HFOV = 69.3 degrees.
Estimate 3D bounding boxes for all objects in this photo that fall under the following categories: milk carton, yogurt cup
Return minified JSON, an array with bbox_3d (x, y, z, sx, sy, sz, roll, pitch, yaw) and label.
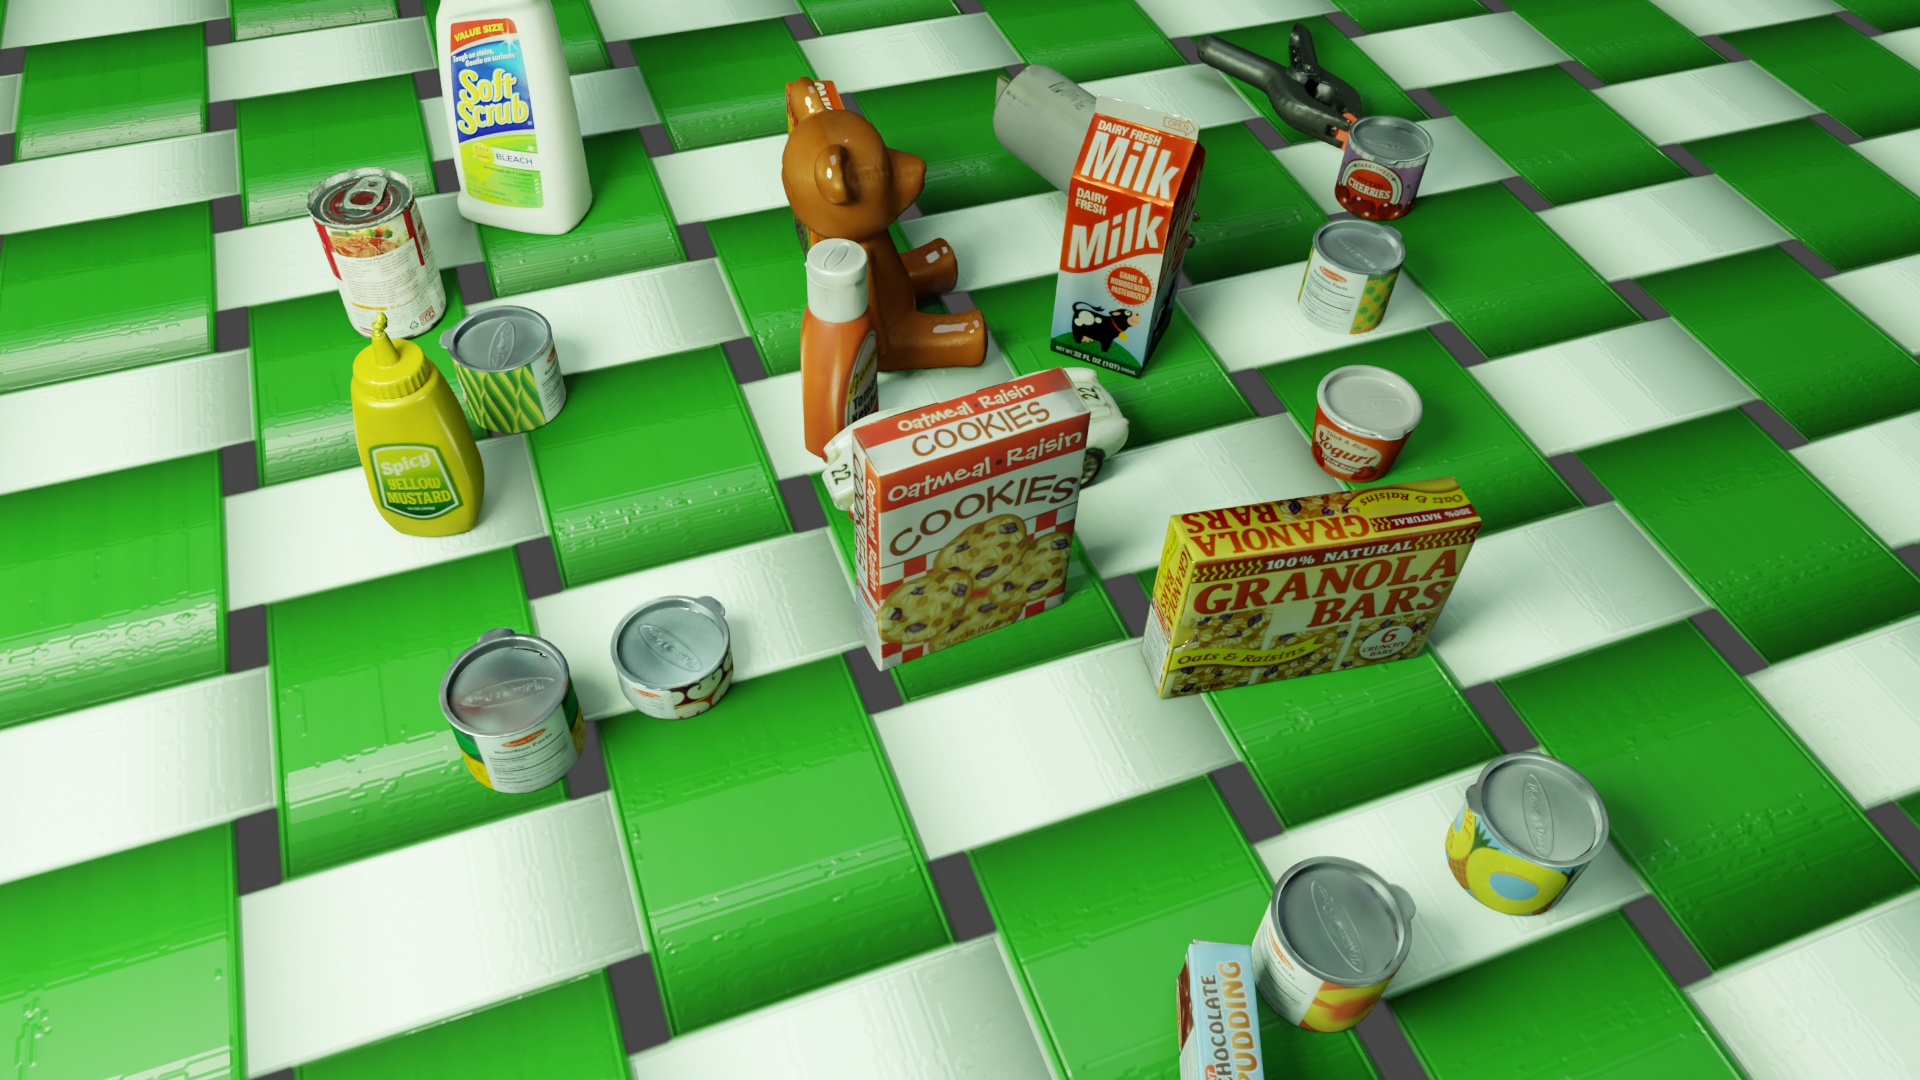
[{"bbox_3d":[0.114,-0.210,0.944,0.072,0.189,0.074,20,51,14],"label":"milk carton"},{"bbox_3d":[0.266,-0.075,0.923,0.072,0.053,0.073,1,49,-2],"label":"yogurt cup"}]

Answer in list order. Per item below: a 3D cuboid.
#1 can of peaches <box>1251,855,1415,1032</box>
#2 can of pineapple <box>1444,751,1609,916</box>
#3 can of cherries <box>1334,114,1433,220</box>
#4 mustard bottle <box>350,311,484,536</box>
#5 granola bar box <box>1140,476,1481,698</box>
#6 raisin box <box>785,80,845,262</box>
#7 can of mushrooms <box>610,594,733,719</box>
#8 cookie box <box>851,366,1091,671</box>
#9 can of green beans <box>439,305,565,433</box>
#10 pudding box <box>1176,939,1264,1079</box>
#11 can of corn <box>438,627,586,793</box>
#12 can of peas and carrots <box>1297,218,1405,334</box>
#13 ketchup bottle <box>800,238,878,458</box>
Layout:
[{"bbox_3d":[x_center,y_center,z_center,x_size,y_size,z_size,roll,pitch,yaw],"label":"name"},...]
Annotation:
[{"bbox_3d":[0.181,0.196,0.676,0.071,0.057,0.071,1,49,-2],"label":"can of peaches"},{"bbox_3d":[0.290,0.152,0.721,0.071,0.057,0.071,1,49,-2],"label":"can of pineapple"},{"bbox_3d":[0.340,-0.300,1.122,0.071,0.058,0.072,1,49,-2],"label":"can of cherries"},{"bbox_3d":[-0.325,-0.068,0.816,0.065,0.159,0.049,-4,49,-6],"label":"mustard bottle"},{"bbox_3d":[0.193,0.028,0.781,0.166,0.123,0.039,-8,50,-10],"label":"granola bar box"},{"bbox_3d":[-0.101,-0.262,1.023,0.040,0.122,0.086,-10,50,-11],"label":"raisin box"},{"bbox_3d":[-0.161,0.065,0.790,0.071,0.033,0.071,2,49,-2],"label":"can of mushrooms"},{"bbox_3d":[0.003,-0.010,0.776,0.123,0.166,0.040,-19,52,-18],"label":"cookie box"},{"bbox_3d":[-0.301,-0.114,0.925,0.071,0.057,0.071,1,49,-2],"label":"can of green beans"},{"bbox_3d":[0.120,0.235,0.644,0.030,0.049,0.084,3,49,0],"label":"pudding box"},{"bbox_3d":[-0.239,0.091,0.747,0.071,0.058,0.071,1,49,-2],"label":"can of corn"},{"bbox_3d":[0.290,-0.196,1.028,0.071,0.058,0.071,1,49,-2],"label":"can of peas and carrots"},{"bbox_3d":[-0.077,-0.122,0.883,0.043,0.148,0.065,18,50,13],"label":"ketchup bottle"}]
